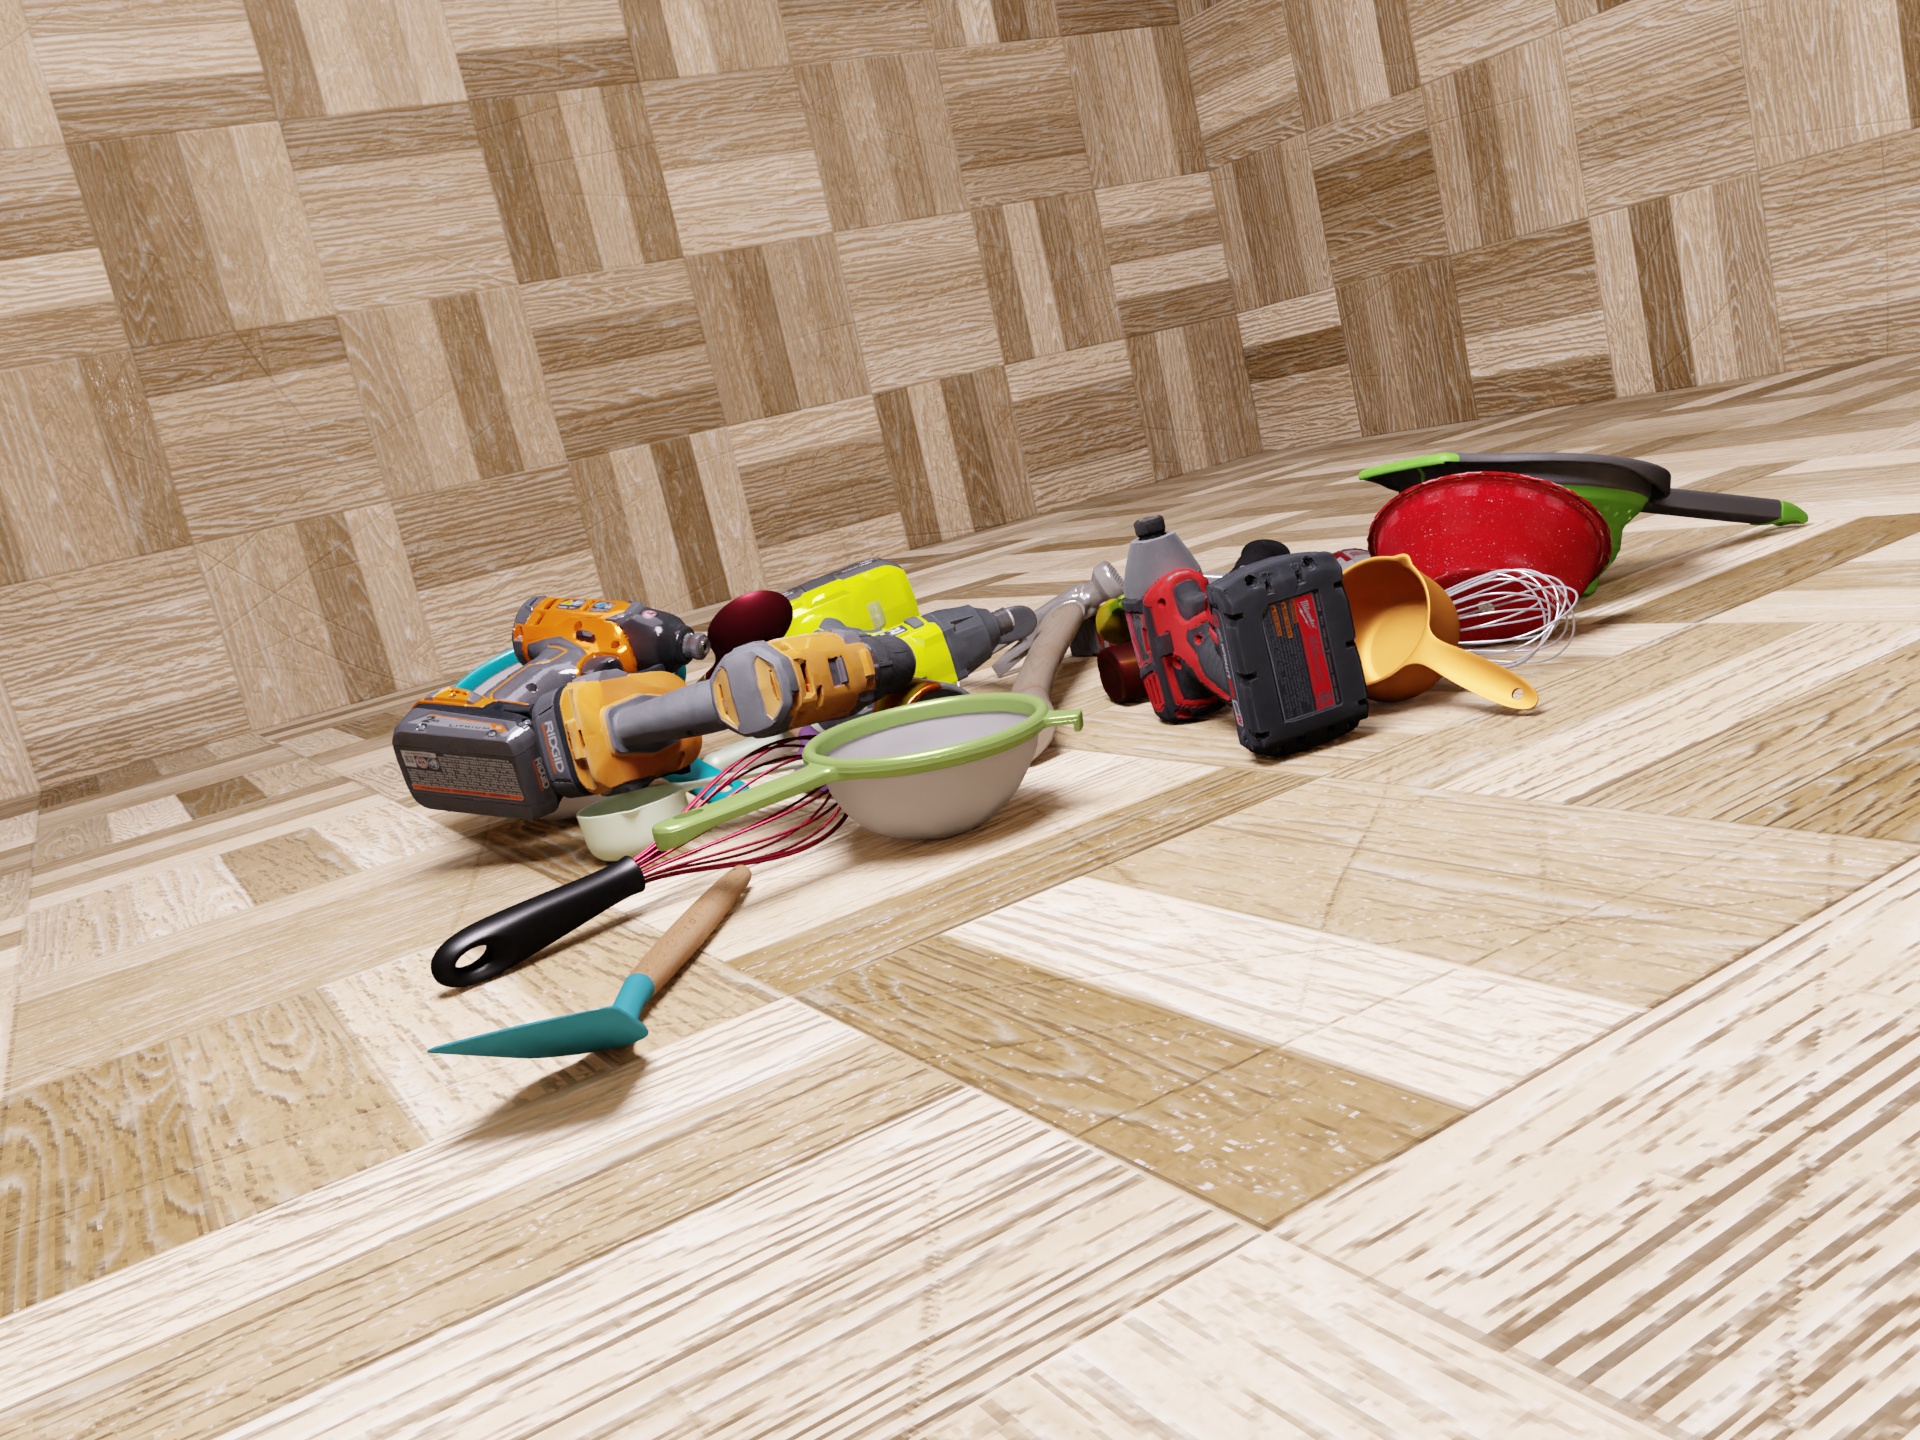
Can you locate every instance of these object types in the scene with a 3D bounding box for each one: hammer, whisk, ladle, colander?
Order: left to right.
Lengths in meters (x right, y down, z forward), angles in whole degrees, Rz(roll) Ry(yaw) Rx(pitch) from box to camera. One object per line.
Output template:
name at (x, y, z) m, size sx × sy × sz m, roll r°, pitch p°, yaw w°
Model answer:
whisk at (-0.178, 0.082, 0.943) m, size 0.296 × 0.073 × 0.073 m, roll -27°, pitch 17°, yaw -36°
ladle at (-0.221, -0.027, 1.352) m, size 0.069 × 0.031 × 0.315 m, roll -1°, pitch -22°, yaw -31°
whisk at (-0.106, 0.000, 1.337) m, size 0.246 × 0.059 × 0.057 m, roll -23°, pitch -23°, yaw -27°
hammer at (-0.035, -0.070, 1.505) m, size 0.149 × 0.036 × 0.409 m, roll -18°, pitch 4°, yaw -25°
hammer at (0.056, -0.036, 1.272) m, size 0.146 × 0.038 × 0.411 m, roll -34°, pitch 9°, yaw 17°
hammer at (0.227, -0.118, 1.275) m, size 0.146 × 0.035 × 0.335 m, roll 1°, pitch 11°, yaw 14°
whisk at (0.285, -0.053, 1.090) m, size 0.284 × 0.070 × 0.070 m, roll -11°, pitch 9°, yaw 46°
colander at (0.494, -0.136, 1.220) m, size 0.397 × 0.094 × 0.204 m, roll 2°, pitch 0°, yaw -22°

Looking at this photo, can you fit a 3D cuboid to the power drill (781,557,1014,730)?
power drill at (-0.066, -0.067, 1.306) m, size 0.171 × 0.080 × 0.223 m, roll -24°, pitch 22°, yaw -14°

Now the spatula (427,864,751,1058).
spatula at (-0.152, 0.112, 0.784) m, size 0.082 × 0.044 × 0.317 m, roll -15°, pitch 9°, yaw 10°

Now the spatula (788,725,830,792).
spatula at (-0.132, 0.004, 1.262) m, size 0.059 × 0.018 × 0.316 m, roll -14°, pitch 22°, yaw -19°

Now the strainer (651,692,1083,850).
strainer at (-0.057, 0.049, 0.926) m, size 0.256 × 0.069 × 0.151 m, roll -20°, pitch 15°, yaw -32°

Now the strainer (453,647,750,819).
strainer at (-0.272, 0.035, 1.268) m, size 0.341 × 0.095 × 0.211 m, roll 23°, pitch 47°, yaw 38°

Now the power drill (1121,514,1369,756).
power drill at (0.168, -0.060, 1.027) m, size 0.078 × 0.143 × 0.220 m, roll -18°, pitch 13°, yaw -12°

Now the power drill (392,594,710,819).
power drill at (-0.300, -0.021, 1.204) m, size 0.164 × 0.084 × 0.227 m, roll 4°, pitch 34°, yaw 19°

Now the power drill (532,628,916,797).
power drill at (-0.154, -0.014, 1.089) m, size 0.226 × 0.084 × 0.185 m, roll -14°, pitch 1°, yaw 31°

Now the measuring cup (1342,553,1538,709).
measuring cup at (0.296, -0.038, 0.983) m, size 0.052 × 0.095 × 0.174 m, roll 22°, pitch 10°, yaw -42°

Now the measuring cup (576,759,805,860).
measuring cup at (-0.181, 0.062, 1.112) m, size 0.167 × 0.038 × 0.083 m, roll -13°, pitch 10°, yaw -10°
